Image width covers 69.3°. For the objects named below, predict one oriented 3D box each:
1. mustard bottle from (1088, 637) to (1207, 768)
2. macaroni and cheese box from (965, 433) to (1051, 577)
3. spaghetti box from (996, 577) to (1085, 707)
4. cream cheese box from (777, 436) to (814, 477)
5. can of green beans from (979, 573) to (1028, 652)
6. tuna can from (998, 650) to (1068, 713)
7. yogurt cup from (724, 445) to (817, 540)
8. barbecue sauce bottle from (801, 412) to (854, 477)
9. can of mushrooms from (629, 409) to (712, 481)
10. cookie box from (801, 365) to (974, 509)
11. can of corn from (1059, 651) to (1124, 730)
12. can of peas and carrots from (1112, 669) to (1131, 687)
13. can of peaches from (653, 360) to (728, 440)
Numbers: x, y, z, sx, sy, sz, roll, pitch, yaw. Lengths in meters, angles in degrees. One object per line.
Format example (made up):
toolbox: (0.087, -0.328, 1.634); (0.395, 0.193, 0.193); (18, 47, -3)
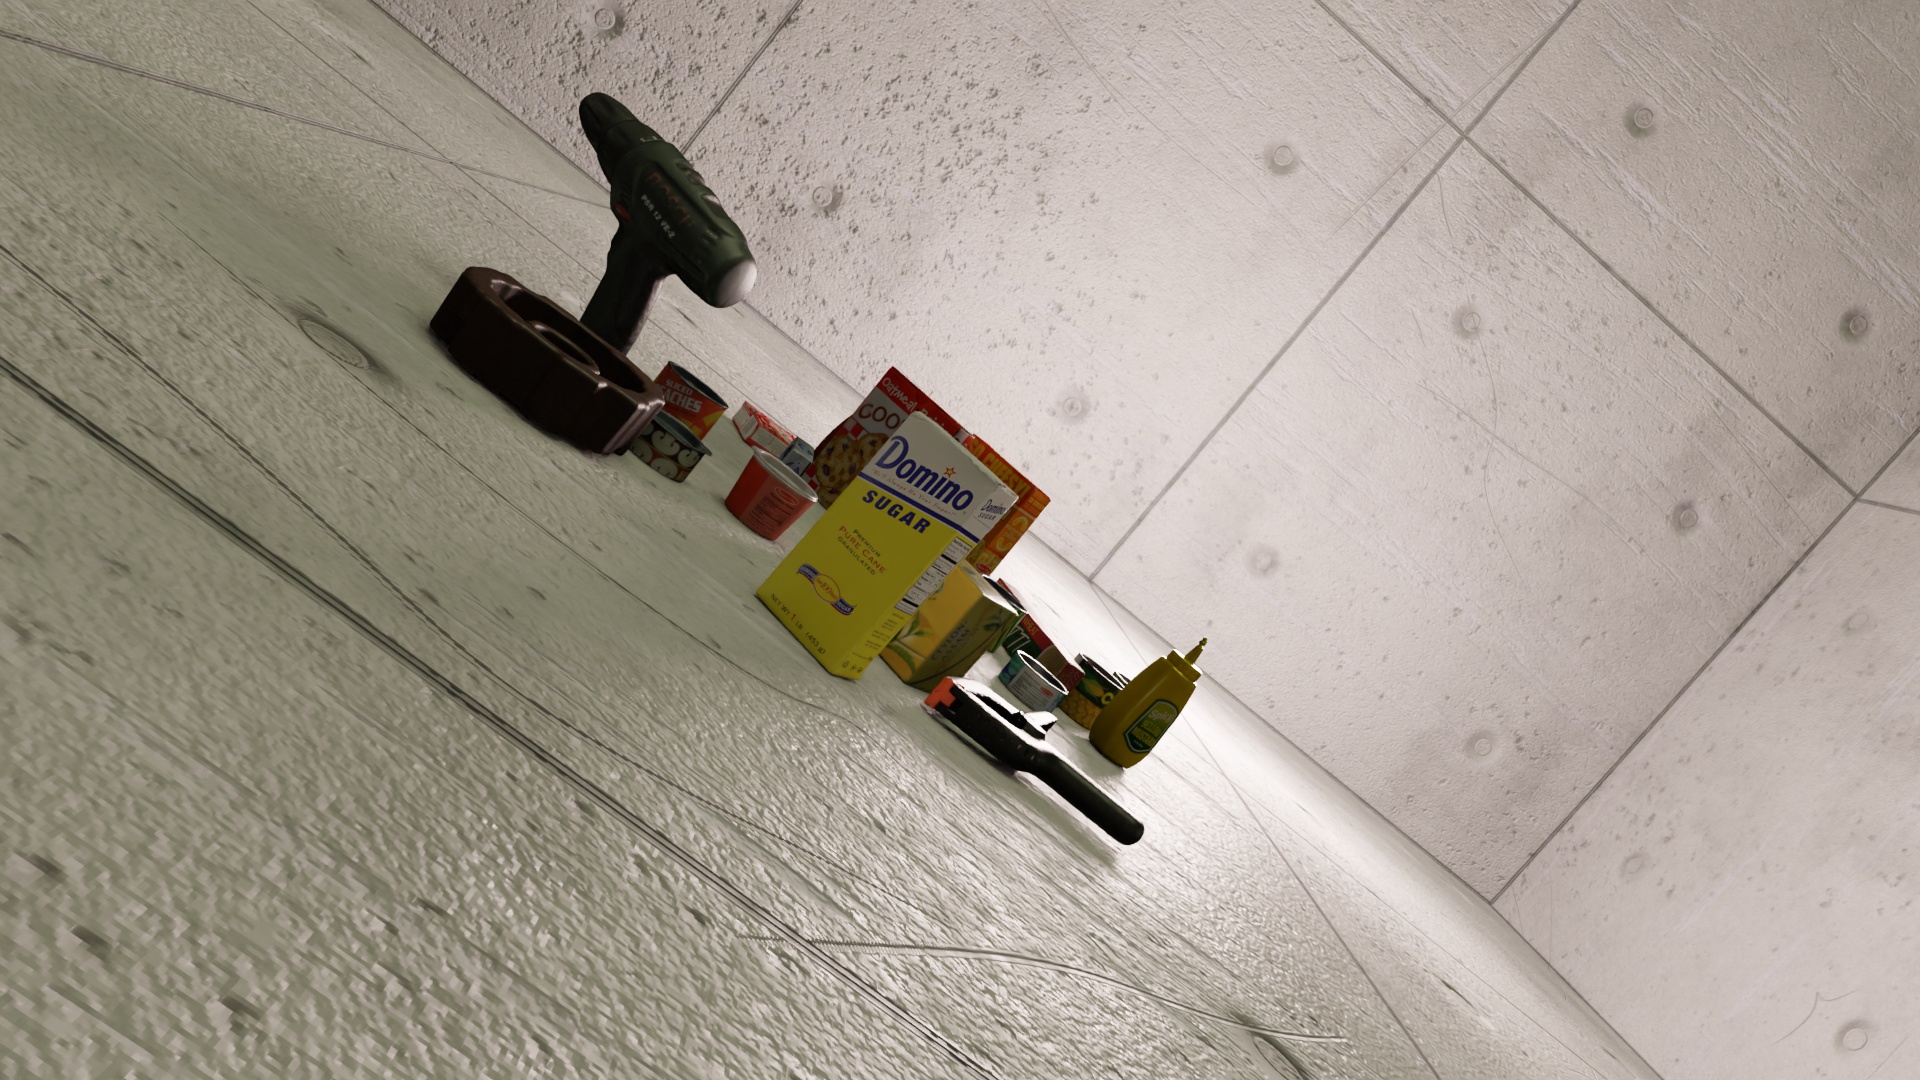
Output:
mustard bottle: (0.203, 0.162, 1.439); (0.065, 0.160, 0.049); (36, 7, -37)
macaroni and cheese box: (0.006, -0.019, 1.545); (0.124, 0.166, 0.040); (44, 7, 40)
spaghetti box: (0.074, 0.110, 1.566); (0.028, 0.050, 0.251); (37, 6, -25)
cream cheese box: (-0.172, -0.072, 1.392); (0.024, 0.053, 0.104); (39, 6, -11)
can of green beans: (0.029, 0.078, 1.491); (0.071, 0.058, 0.071); (39, 6, -4)
tuna can: (0.072, 0.143, 1.392); (0.071, 0.033, 0.071); (39, 6, -4)
yogurt cup: (-0.164, -0.037, 1.185); (0.072, 0.054, 0.072); (39, 6, -4)
barbecue sauce bottle: (-0.117, -0.115, 1.593); (0.065, 0.148, 0.044); (37, 6, -22)
can of mushrooms: (-0.240, -0.079, 1.129); (0.071, 0.033, 0.071); (39, 6, -4)
cookie box: (-0.082, -0.089, 1.523); (0.123, 0.167, 0.040); (43, 6, 29)
can of corn: (0.138, 0.165, 1.509); (0.071, 0.058, 0.071); (39, 6, -4)
can of peas and carrots: (0.184, 0.190, 1.597); (0.071, 0.058, 0.071); (39, 6, -4)
can of peaches: (-0.250, -0.116, 1.228); (0.071, 0.058, 0.071); (39, 6, -4)
